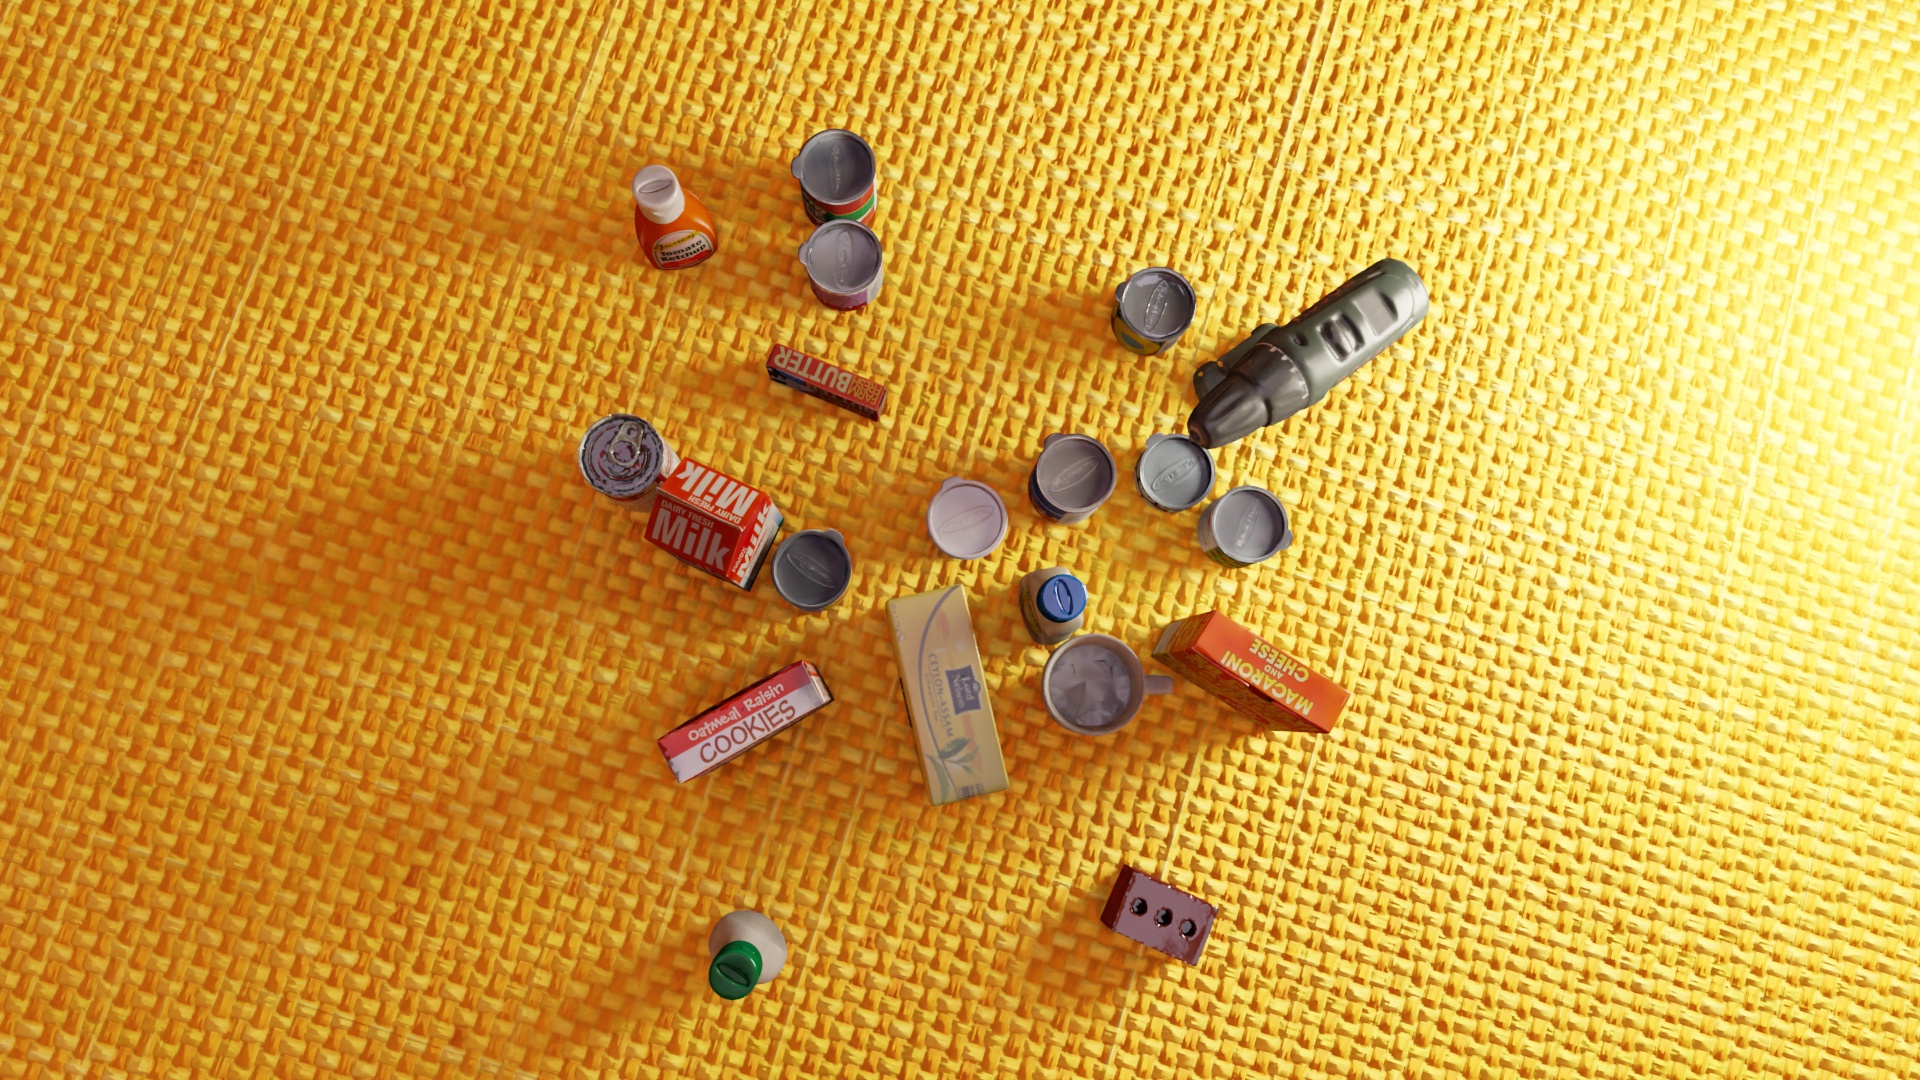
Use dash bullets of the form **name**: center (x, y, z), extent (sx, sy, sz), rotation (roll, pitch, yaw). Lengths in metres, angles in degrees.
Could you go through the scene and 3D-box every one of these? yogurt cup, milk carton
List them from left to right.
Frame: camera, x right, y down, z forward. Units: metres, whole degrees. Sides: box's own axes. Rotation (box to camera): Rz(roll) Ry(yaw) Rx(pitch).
- **milk carton**: center (-0.194, -0.013, 1.102), extent (0.072, 0.190, 0.073), rotation (25, 83, 0)
- **yogurt cup**: center (0.004, -0.015, 1.181), extent (0.072, 0.054, 0.072), rotation (0, 83, -3)

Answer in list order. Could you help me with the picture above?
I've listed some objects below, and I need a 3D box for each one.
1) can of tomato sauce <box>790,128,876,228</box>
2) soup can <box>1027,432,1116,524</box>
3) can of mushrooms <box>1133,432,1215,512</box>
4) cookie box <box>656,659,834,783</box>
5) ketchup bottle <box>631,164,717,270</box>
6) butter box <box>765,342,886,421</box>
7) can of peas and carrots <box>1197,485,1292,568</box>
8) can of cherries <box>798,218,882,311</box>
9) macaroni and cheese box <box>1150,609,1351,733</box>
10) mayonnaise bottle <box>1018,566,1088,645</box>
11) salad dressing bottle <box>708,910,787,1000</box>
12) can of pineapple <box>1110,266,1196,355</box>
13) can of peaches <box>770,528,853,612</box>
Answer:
- **can of tomato sauce**: center (-0.107, -0.307, 1.197), extent (0.071, 0.083, 0.071), rotation (0, 83, -3)
- **soup can**: center (0.091, -0.053, 1.175), extent (0.071, 0.083, 0.071), rotation (0, 83, -3)
- **can of mushrooms**: center (0.184, -0.060, 1.206), extent (0.071, 0.033, 0.071), rotation (0, 83, -3)
- **cookie box**: center (-0.165, 0.140, 1.096), extent (0.123, 0.167, 0.040), rotation (-30, 86, -6)
- **ketchup bottle**: center (-0.242, -0.268, 1.153), extent (0.065, 0.148, 0.043), rotation (-19, 85, -5)
- **butter box**: center (-0.114, -0.135, 1.191), extent (0.103, 0.053, 0.024), rotation (22, 83, 0)
- **can of peas and carrots**: center (0.243, -0.010, 1.190), extent (0.071, 0.058, 0.071), rotation (0, 83, -3)
- **can of cherries**: center (-0.103, -0.238, 1.201), extent (0.071, 0.058, 0.071), rotation (0, 83, -3)
- **macaroni and cheese box**: center (0.229, 0.109, 1.120), extent (0.124, 0.166, 0.040), rotation (32, 83, 1)
- **mayonnaise bottle**: center (0.075, 0.051, 1.129), extent (0.041, 0.148, 0.065), rotation (-15, 84, -4)
- **salad dressing bottle**: center (-0.169, 0.324, 1.083), extent (0.064, 0.147, 0.044), rotation (32, 83, 1)
- **can of pineapple**: center (0.166, -0.200, 1.210), extent (0.071, 0.058, 0.071), rotation (0, 83, -3)
- **can of peaches**: center (-0.122, 0.025, 1.168), extent (0.071, 0.058, 0.071), rotation (0, 83, -3)
